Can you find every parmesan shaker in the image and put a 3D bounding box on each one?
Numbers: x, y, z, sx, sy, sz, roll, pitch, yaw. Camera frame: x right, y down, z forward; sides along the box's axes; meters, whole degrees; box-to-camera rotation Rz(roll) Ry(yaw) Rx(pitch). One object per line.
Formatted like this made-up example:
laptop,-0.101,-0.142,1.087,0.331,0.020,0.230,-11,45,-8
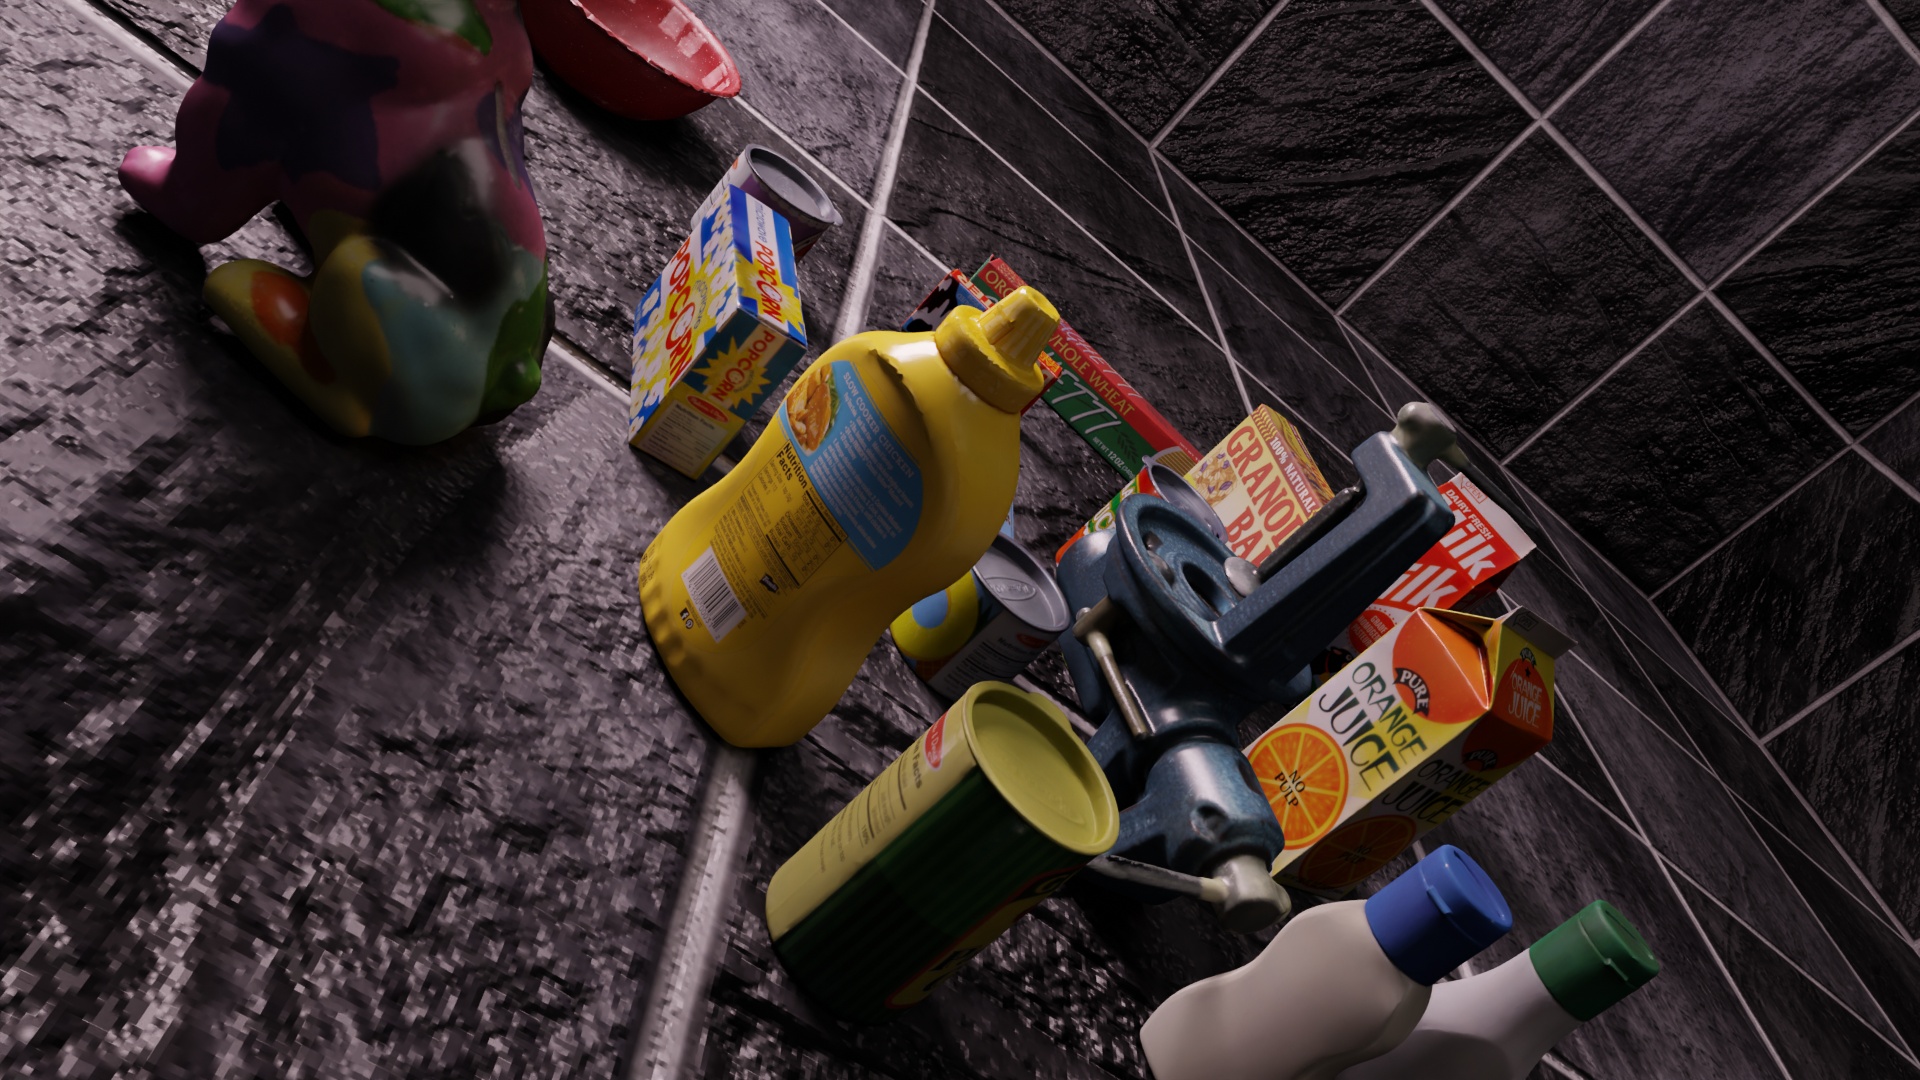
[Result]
parmesan shaker,-0.006,0.102,0.458,0.071,0.102,0.071,36,24,-19

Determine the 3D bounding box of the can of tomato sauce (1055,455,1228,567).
can of tomato sauce,0.107,0.002,0.839,0.071,0.083,0.071,36,24,-19

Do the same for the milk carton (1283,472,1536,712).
milk carton,0.292,0.040,0.943,0.073,0.190,0.072,5,45,-57

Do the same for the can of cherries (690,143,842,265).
can of cherries,-0.115,-0.189,0.826,0.071,0.058,0.072,36,24,-19

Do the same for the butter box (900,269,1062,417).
butter box,0.015,-0.131,0.949,0.103,0.053,0.024,43,23,-4

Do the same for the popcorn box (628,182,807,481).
popcorn box,-0.114,-0.099,0.643,0.038,0.085,0.127,31,27,-30

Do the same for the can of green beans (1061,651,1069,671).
can of green beans,0.097,0.059,0.761,0.071,0.057,0.071,36,24,-19

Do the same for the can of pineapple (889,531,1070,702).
can of pineapple,0.008,0.034,0.654,0.071,0.057,0.071,36,24,-19

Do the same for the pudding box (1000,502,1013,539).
pudding box,0.003,-0.009,0.728,0.030,0.049,0.084,37,24,-17

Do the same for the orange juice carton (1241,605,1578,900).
orange juice carton,0.239,0.105,0.744,0.072,0.192,0.073,25,30,-39

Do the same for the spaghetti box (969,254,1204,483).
spaghetti box,0.096,-0.113,1.056,0.250,0.050,0.029,44,23,-1

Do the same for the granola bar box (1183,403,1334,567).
granola bar box,0.196,0.000,0.936,0.039,0.124,0.166,32,26,-28

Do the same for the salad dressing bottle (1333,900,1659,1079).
salad dressing bottle,0.233,0.214,0.609,0.064,0.147,0.044,45,23,2

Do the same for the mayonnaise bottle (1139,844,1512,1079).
mayonnaise bottle,0.137,0.171,0.522,0.041,0.147,0.065,17,36,-49
